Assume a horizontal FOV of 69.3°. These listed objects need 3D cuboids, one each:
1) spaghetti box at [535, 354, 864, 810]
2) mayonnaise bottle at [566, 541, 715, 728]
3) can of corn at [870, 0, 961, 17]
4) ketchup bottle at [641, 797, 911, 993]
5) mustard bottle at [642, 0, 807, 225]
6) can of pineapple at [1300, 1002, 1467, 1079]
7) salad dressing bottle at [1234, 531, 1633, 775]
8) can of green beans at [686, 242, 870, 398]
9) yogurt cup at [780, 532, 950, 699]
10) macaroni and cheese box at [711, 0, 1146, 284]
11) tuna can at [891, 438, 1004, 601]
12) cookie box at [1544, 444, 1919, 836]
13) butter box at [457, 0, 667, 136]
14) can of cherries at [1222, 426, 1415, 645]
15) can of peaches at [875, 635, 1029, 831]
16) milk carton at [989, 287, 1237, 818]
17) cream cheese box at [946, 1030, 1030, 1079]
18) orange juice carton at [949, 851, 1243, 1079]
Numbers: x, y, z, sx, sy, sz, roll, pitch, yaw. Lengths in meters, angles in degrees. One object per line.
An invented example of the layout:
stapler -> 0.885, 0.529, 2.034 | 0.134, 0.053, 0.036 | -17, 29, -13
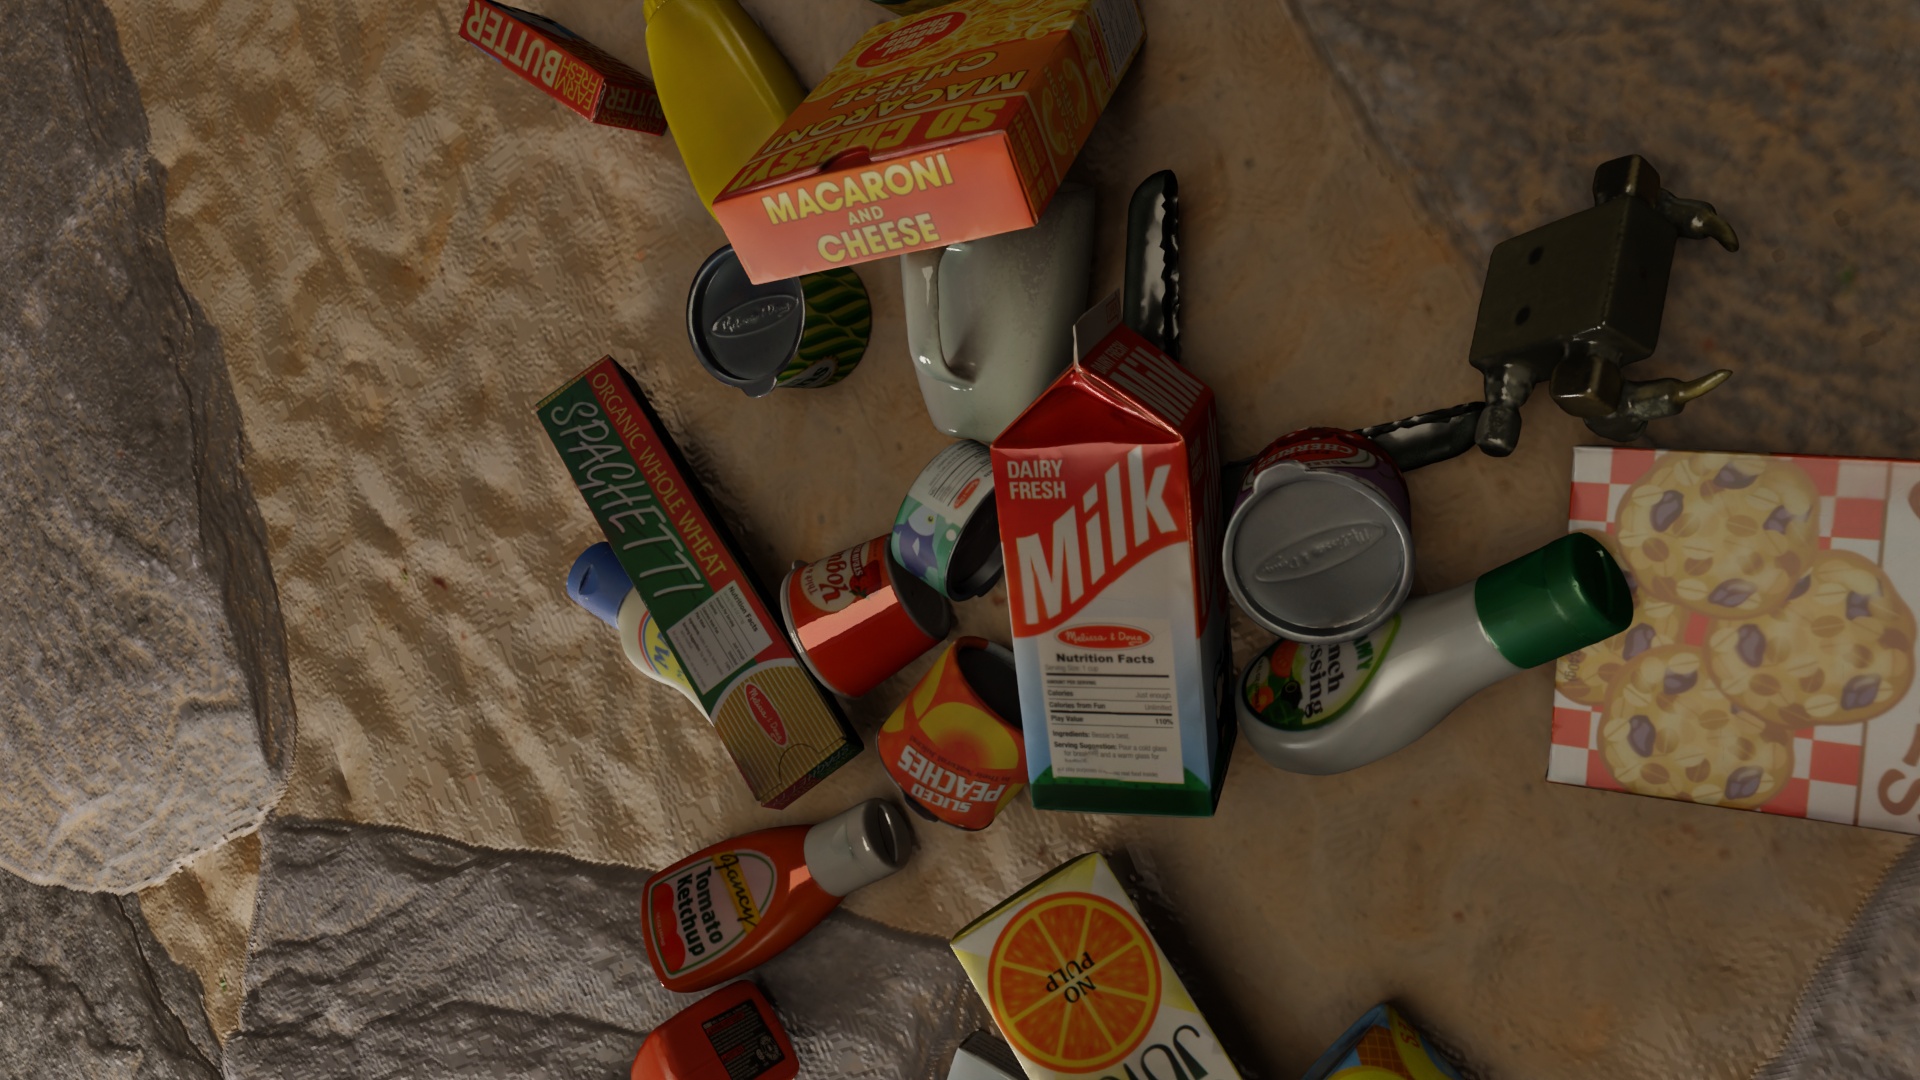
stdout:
spaghetti box -> -0.130, 0.013, 0.667 | 0.050, 0.028, 0.251 | -36, 65, 1
mayonnaise bottle -> -0.133, 0.049, 0.696 | 0.148, 0.041, 0.064 | 29, 100, 22
can of corn -> -0.026, -0.266, 0.606 | 0.071, 0.058, 0.071 | 2, 95, 28
ketchup bottle -> -0.091, 0.170, 0.682 | 0.148, 0.043, 0.065 | -30, 63, 26
mustard bottle -> -0.113, -0.219, 0.661 | 0.065, 0.049, 0.160 | -31, 79, 26
can of pineapple -> 0.166, 0.222, 0.539 | 0.058, 0.071, 0.070 | 44, 112, 18
salad dressing bottle -> 0.169, 0.042, 0.510 | 0.044, 0.064, 0.147 | 35, 137, -21
can of green beans -> -0.084, -0.104, 0.649 | 0.071, 0.058, 0.071 | 2, 95, 28
yogurt cup -> -0.041, 0.032, 0.635 | 0.054, 0.072, 0.072 | -28, 81, 19
macaroni and cheese box -> -0.008, -0.169, 0.548 | 0.123, 0.167, 0.040 | -5, 127, 28
tuna can -> 0.002, -0.008, 0.609 | 0.033, 0.071, 0.071 | 32, 108, 23
cookie box -> 0.294, 0.032, 0.470 | 0.167, 0.040, 0.122 | 5, 96, 28
butter box -> -0.199, -0.240, 0.702 | 0.103, 0.053, 0.024 | 35, 111, 21
can of cherries -> 0.132, -0.006, 0.512 | 0.071, 0.058, 0.071 | 6, 112, 15
can of peaches -> 0.006, 0.085, 0.610 | 0.071, 0.071, 0.058 | 46, 112, 17
milk carton -> 0.061, 0.004, 0.531 | 0.073, 0.072, 0.189 | -1, 109, 19
cream cheese box -> 0.039, 0.273, 0.633 | 0.104, 0.024, 0.053 | 21, 102, 25
orange juice carton -> 0.076, 0.228, 0.569 | 0.073, 0.071, 0.193 | -31, 77, -5
